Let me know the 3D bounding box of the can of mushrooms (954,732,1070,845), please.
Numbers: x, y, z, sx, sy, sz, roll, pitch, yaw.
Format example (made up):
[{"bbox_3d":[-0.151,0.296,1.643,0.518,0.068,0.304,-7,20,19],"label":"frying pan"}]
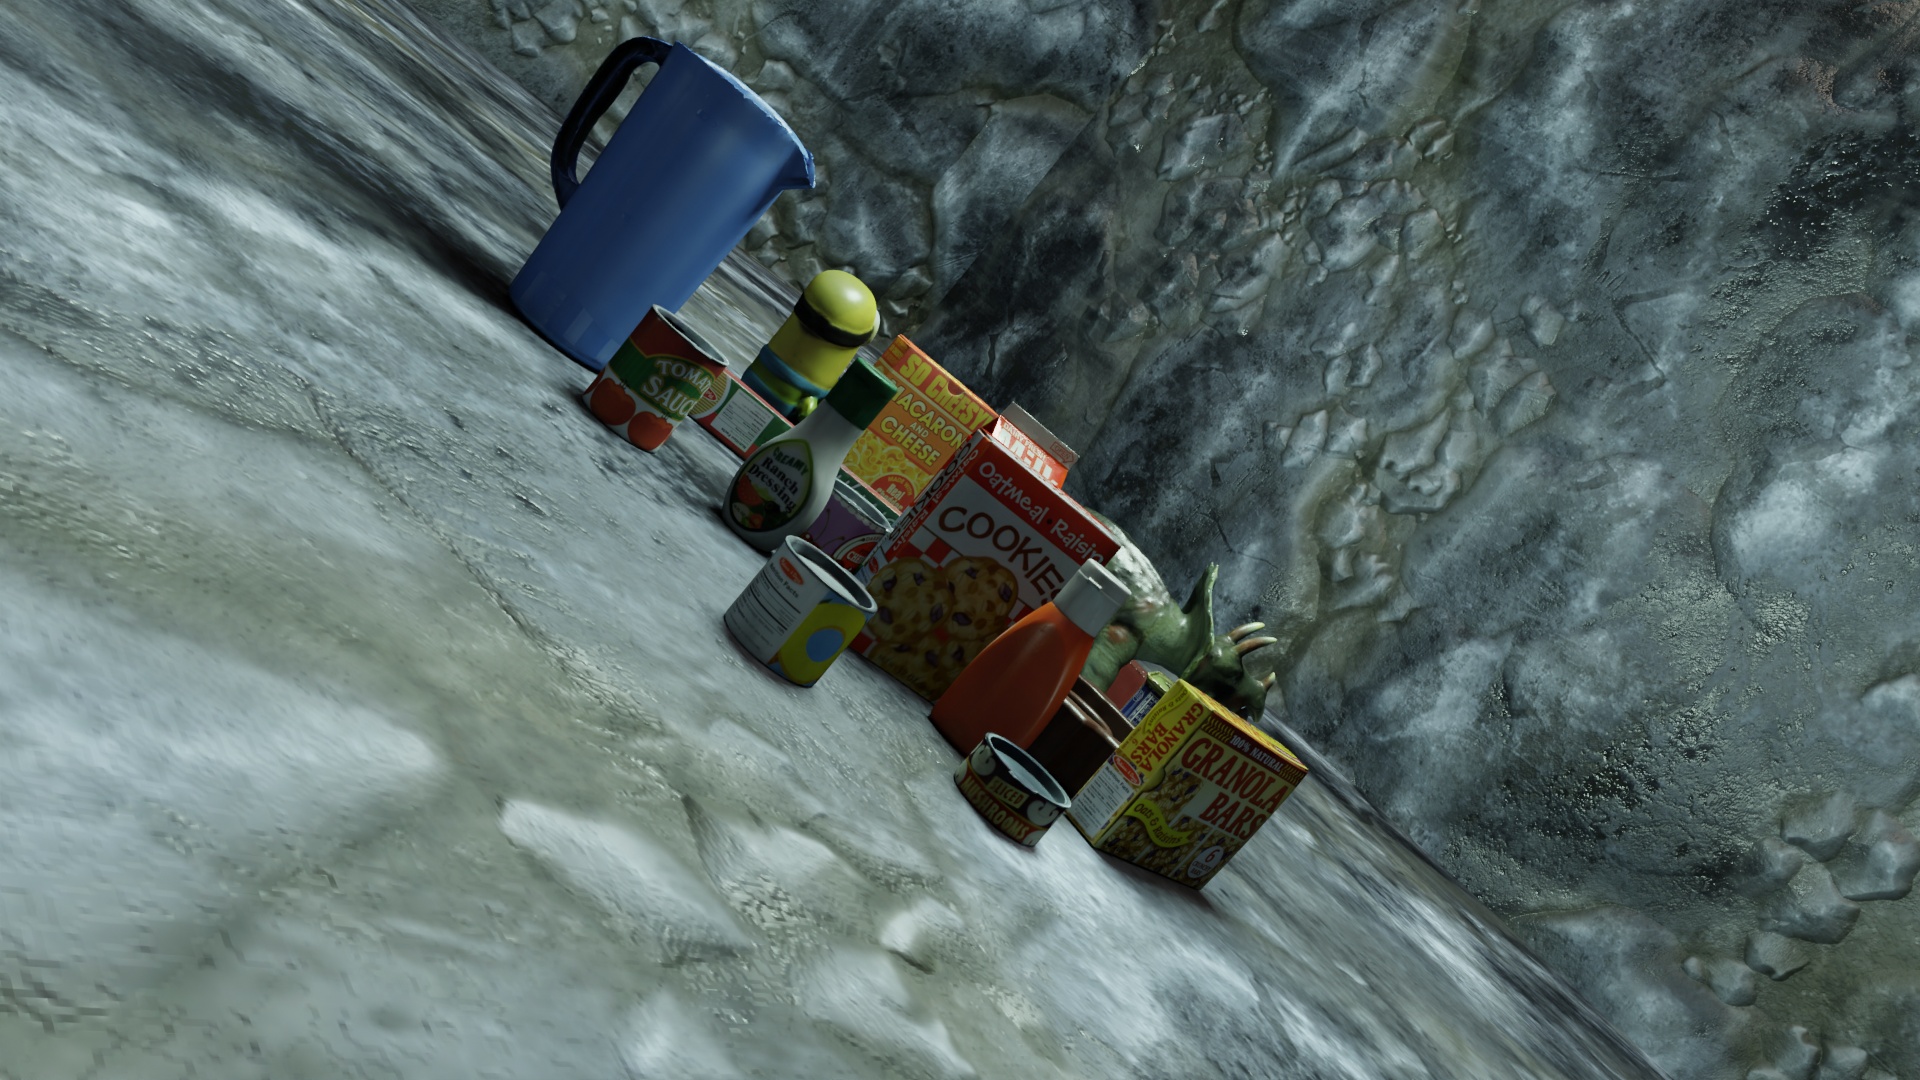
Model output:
[{"bbox_3d":[0.031,0.149,0.833,0.071,0.033,0.071,40,7,-5],"label":"can of mushrooms"}]

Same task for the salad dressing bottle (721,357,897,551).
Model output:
[{"bbox_3d":[-0.104,-0.061,0.969,0.064,0.147,0.044,42,6,15],"label":"salad dressing bottle"}]

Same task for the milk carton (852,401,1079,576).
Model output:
[{"bbox_3d":[0.004,-0.013,1.067,0.072,0.190,0.073,39,7,-15],"label":"milk carton"}]

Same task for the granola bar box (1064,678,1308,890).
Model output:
[{"bbox_3d":[0.165,0.178,0.989,0.165,0.124,0.039,33,10,-47],"label":"granola bar box"}]

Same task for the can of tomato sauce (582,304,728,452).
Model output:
[{"bbox_3d":[-0.214,-0.112,0.977,0.071,0.083,0.071,40,7,-5],"label":"can of tomato sauce"}]

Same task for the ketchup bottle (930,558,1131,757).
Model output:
[{"bbox_3d":[0.049,0.079,0.901,0.065,0.148,0.043,43,7,19],"label":"ketchup bottle"}]

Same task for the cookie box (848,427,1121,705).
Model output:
[{"bbox_3d":[0.008,0.025,0.942,0.123,0.167,0.040,38,7,-22],"label":"cookie box"}]

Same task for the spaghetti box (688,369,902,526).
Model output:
[{"bbox_3d":[-0.152,-0.074,1.204,0.250,0.050,0.029,39,6,-7],"label":"spaghetti box"}]

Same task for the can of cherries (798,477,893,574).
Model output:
[{"bbox_3d":[-0.094,-0.007,1.052,0.071,0.058,0.071,40,7,-5],"label":"can of cherries"}]

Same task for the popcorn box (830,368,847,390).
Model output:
[{"bbox_3d":[-0.154,-0.161,1.595,0.127,0.085,0.038,44,8,32],"label":"popcorn box"}]

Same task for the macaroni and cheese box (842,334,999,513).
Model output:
[{"bbox_3d":[-0.062,-0.091,1.307,0.123,0.166,0.040,36,8,-33],"label":"macaroni and cheese box"}]

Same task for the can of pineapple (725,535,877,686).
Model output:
[{"bbox_3d":[-0.089,0.040,0.784,0.071,0.058,0.071,40,7,-5],"label":"can of pineapple"}]
